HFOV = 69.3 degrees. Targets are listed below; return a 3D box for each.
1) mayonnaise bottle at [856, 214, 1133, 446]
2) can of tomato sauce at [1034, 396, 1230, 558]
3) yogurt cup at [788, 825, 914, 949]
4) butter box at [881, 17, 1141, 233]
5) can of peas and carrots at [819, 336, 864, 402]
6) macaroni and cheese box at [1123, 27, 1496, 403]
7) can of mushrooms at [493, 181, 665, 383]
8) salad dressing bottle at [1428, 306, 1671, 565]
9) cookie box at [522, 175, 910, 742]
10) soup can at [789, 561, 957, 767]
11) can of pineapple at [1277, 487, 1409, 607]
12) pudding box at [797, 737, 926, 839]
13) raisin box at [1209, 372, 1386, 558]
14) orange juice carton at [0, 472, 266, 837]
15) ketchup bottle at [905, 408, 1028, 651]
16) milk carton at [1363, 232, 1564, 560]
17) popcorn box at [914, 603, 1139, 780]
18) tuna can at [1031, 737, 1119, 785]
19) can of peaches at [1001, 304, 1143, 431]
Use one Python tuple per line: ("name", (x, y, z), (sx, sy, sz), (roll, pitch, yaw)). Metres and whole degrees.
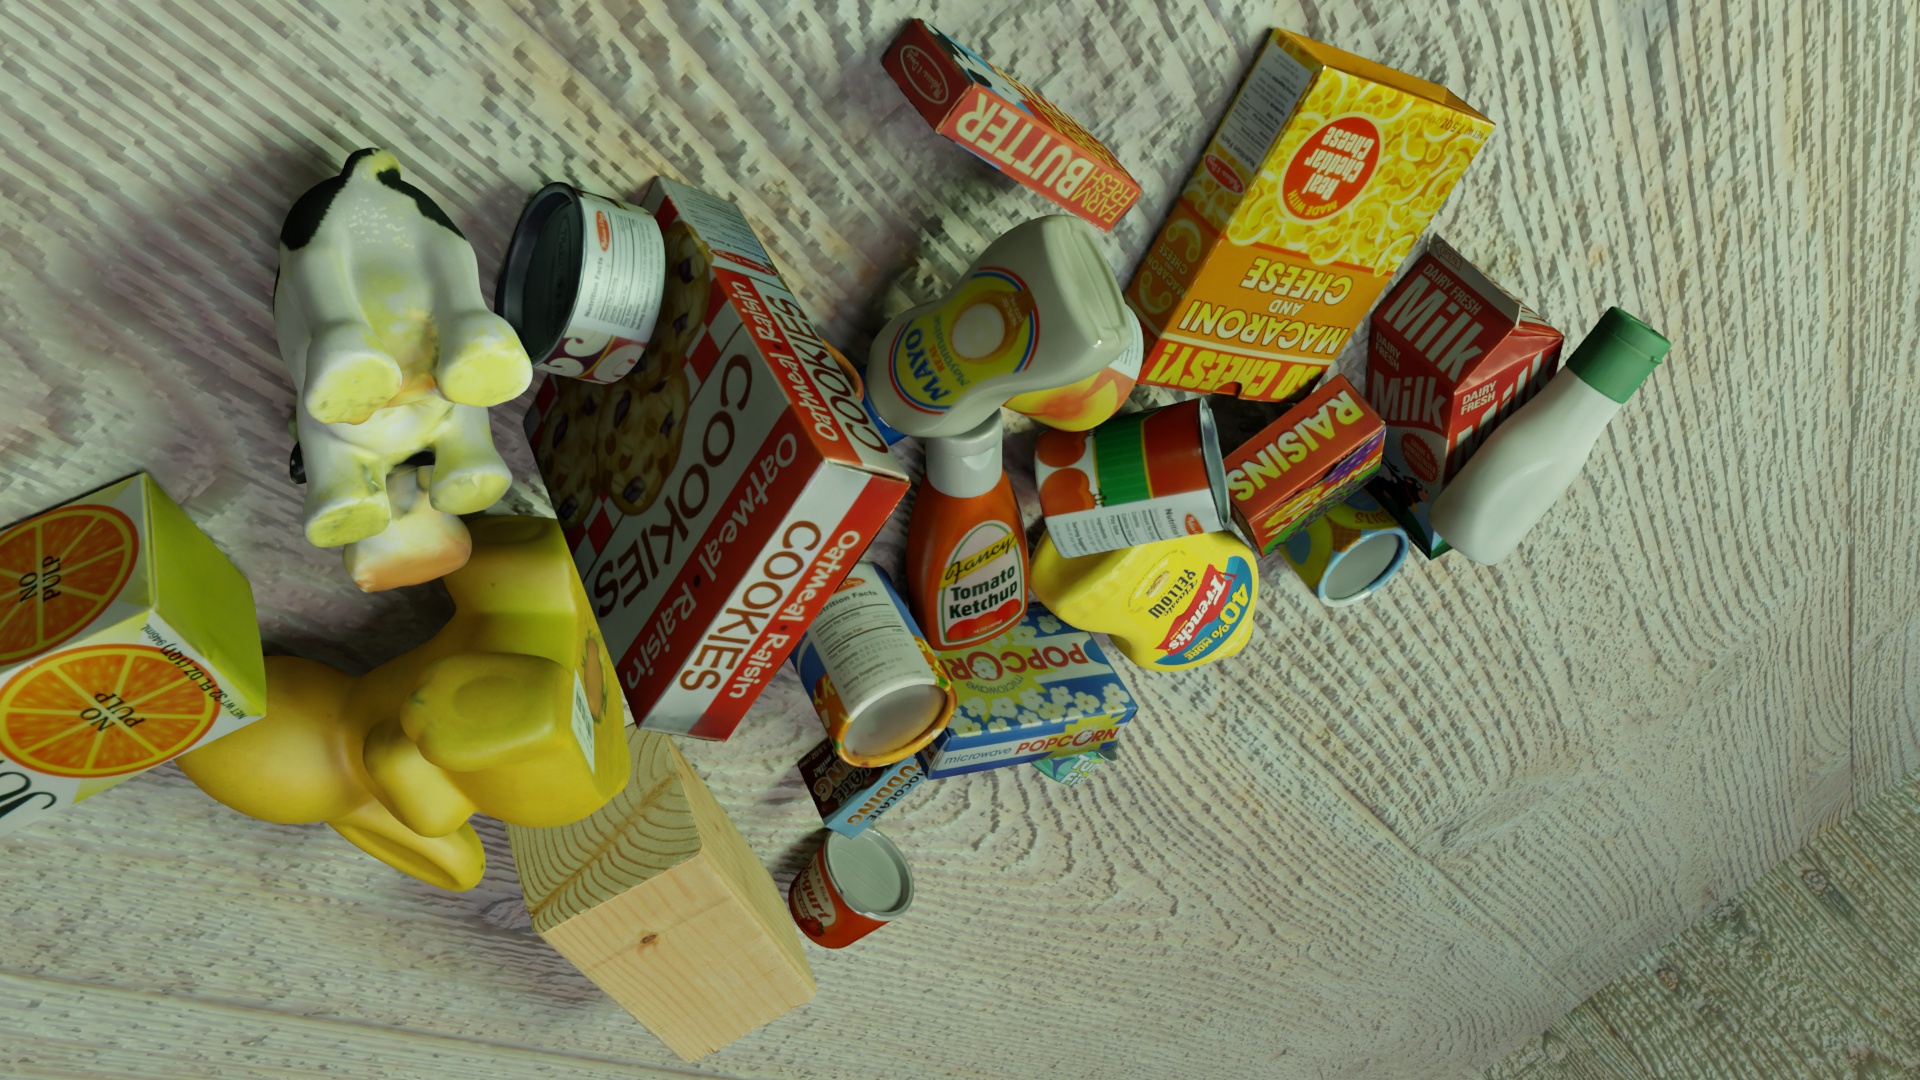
("mayonnaise bottle", (-0.002, -0.075, 0.574), (0.147, 0.065, 0.041), (-26, 175, 37))
("can of tomato sauce", (0.085, -0.032, 0.686), (0.083, 0.071, 0.071), (-11, 145, 17))
("yogurt cup", (-0.071, 0.219, 0.872), (0.072, 0.072, 0.053), (15, 130, -43))
("butter box", (0.022, -0.159, 0.537), (0.103, 0.053, 0.024), (17, 123, -44))
("can of peas and carrots", (-0.079, -0.052, 0.570), (0.071, 0.071, 0.058), (8, 126, -40))
("macaroni and cheese box", (0.156, -0.143, 0.657), (0.124, 0.040, 0.165), (2, 131, -36))
("can of mushrooms", (-0.136, -0.090, 0.493), (0.033, 0.071, 0.070), (8, 126, -41))
("salad dressing bottle", (0.314, -0.055, 0.742), (0.064, 0.044, 0.147), (8, 125, -41))
("cookie box", (-0.095, -0.032, 0.498), (0.040, 0.168, 0.122), (12, 124, -43))
("soup can", (-0.048, 0.064, 0.703), (0.071, 0.084, 0.071), (-19, 140, -17))
("can of pineapple", (0.230, -0.003, 0.845), (0.071, 0.058, 0.070), (-19, 140, -17))
("pudding box", (-0.048, 0.126, 0.797), (0.083, 0.050, 0.030), (-40, 140, 9))
("raisin box", (0.185, -0.037, 0.758), (0.086, 0.040, 0.123), (-36, 163, 7))
("orange juice carton", (-0.359, 0.060, 0.491), (0.193, 0.073, 0.071), (-25, 142, -9))
("ketchup bottle", (0.002, -0.009, 0.693), (0.065, 0.044, 0.148), (-22, 140, -17))
("milk carton", (0.280, -0.082, 0.784), (0.073, 0.072, 0.189), (-27, 142, -9))
("popcorn box", (0.023, 0.080, 0.768), (0.127, 0.085, 0.038), (-4, 135, -32))
("tuna can", (0.063, 0.117, 0.847), (0.071, 0.071, 0.032), (17, 122, -44))
("can of peaches", (0.037, -0.086, 0.617), (0.058, 0.071, 0.071), (17, 121, -45))
